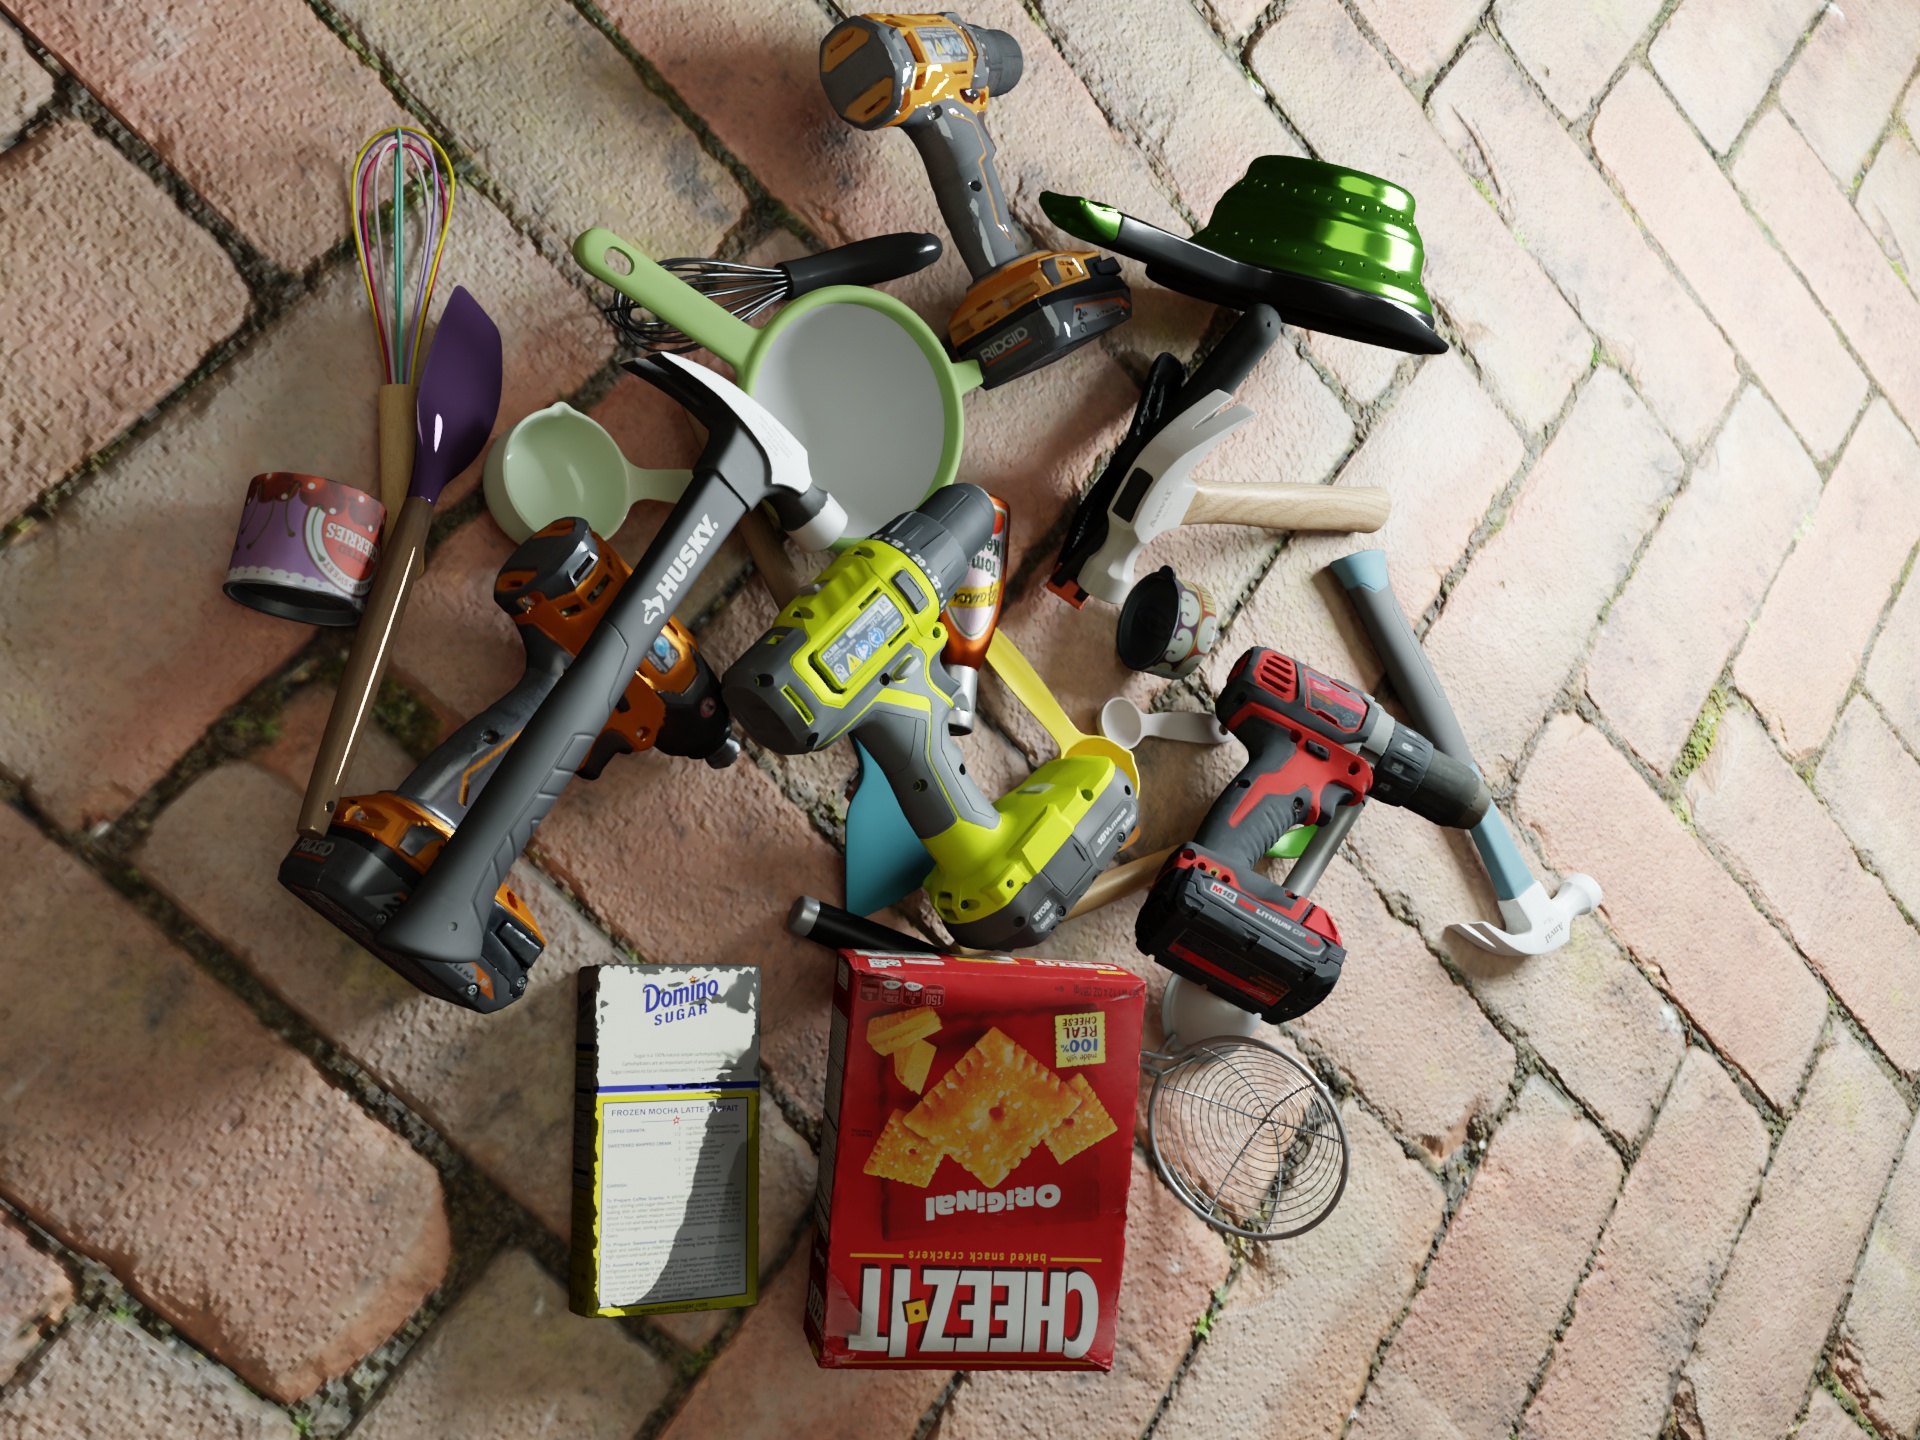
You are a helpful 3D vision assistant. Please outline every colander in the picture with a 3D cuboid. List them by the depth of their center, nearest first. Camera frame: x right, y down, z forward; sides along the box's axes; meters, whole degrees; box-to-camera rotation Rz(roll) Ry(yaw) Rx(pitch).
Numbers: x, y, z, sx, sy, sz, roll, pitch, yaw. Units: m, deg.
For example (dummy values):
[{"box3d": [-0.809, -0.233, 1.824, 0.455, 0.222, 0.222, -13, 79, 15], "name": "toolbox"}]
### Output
[{"box3d": [0.181, -0.307, 0.974, 0.397, 0.205, 0.094, -3, 112, -52], "name": "colander"}]

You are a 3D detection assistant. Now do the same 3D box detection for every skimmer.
[{"box3d": [0.063, 0.199, 0.931, 0.363, 0.127, 0.090, 26, 26, -18], "name": "skimmer"}]

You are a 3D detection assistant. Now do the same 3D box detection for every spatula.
[{"box3d": [-0.275, -0.085, 0.791, 0.059, 0.018, 0.316, 57, 34, -54], "name": "spatula"}, {"box3d": [-0.091, -0.042, 0.919, 0.082, 0.044, 0.317, -28, 94, -30], "name": "spatula"}]

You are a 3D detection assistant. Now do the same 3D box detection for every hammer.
[{"box3d": [-0.175, -0.029, 0.766, 0.146, 0.035, 0.335, 49, 56, -35], "name": "hammer"}, {"box3d": [0.201, -0.142, 1.032, 0.031, 0.130, 0.331, 40, 28, 28], "name": "hammer"}, {"box3d": [0.358, 0.023, 1.159, 0.128, 0.033, 0.331, -31, 96, -31], "name": "hammer"}]

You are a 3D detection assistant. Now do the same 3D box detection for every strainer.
[{"box3d": [-0.115, -0.195, 0.901, 0.256, 0.069, 0.151, 29, 78, -33], "name": "strainer"}, {"box3d": [0.206, 0.129, 1.033, 0.086, 0.050, 0.258, 48, 67, -29], "name": "strainer"}]

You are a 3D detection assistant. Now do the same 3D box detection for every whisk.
[{"box3d": [-0.291, -0.196, 0.835, 0.047, 0.051, 0.245, 1, 84, -35], "name": "whisk"}, {"box3d": [-0.103, -0.263, 0.949, 0.239, 0.055, 0.055, -24, 93, -34], "name": "whisk"}]

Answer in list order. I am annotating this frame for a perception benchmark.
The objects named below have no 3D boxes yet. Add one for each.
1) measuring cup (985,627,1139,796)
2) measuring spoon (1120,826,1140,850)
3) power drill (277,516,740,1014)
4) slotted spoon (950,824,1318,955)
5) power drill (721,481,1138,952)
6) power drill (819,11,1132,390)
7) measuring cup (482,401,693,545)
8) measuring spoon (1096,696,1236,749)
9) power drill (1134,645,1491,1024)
[{"box3d": [0.052, 0.001, 1.004, 0.062, 0.029, 0.156, -36, 87, -28], "name": "measuring cup"}, {"box3d": [0.067, 0.082, 1.003, 0.117, 0.011, 0.021, -13, 98, -33], "name": "measuring spoon"}, {"box3d": [-0.210, 0.031, 0.807, 0.164, 0.084, 0.226, 50, 59, -33], "name": "power drill"}, {"box3d": [0.127, 0.092, 1.023, 0.313, 0.031, 0.070, -19, 93, -28], "name": "slotted spoon"}, {"box3d": [-0.001, -0.003, 0.892, 0.190, 0.080, 0.228, -47, 112, -26], "name": "power drill"}, {"box3d": [0.022, -0.337, 1.000, 0.185, 0.084, 0.226, -37, 101, -52], "name": "power drill"}, {"box3d": [-0.189, -0.129, 0.889, 0.167, 0.038, 0.083, -4, 86, -46], "name": "measuring cup"}, {"box3d": [0.136, 0.005, 1.054, 0.124, 0.018, 0.034, 3, 77, -35], "name": "measuring spoon"}, {"box3d": [0.225, 0.075, 1.000, 0.188, 0.080, 0.227, 28, 58, 2], "name": "power drill"}]
